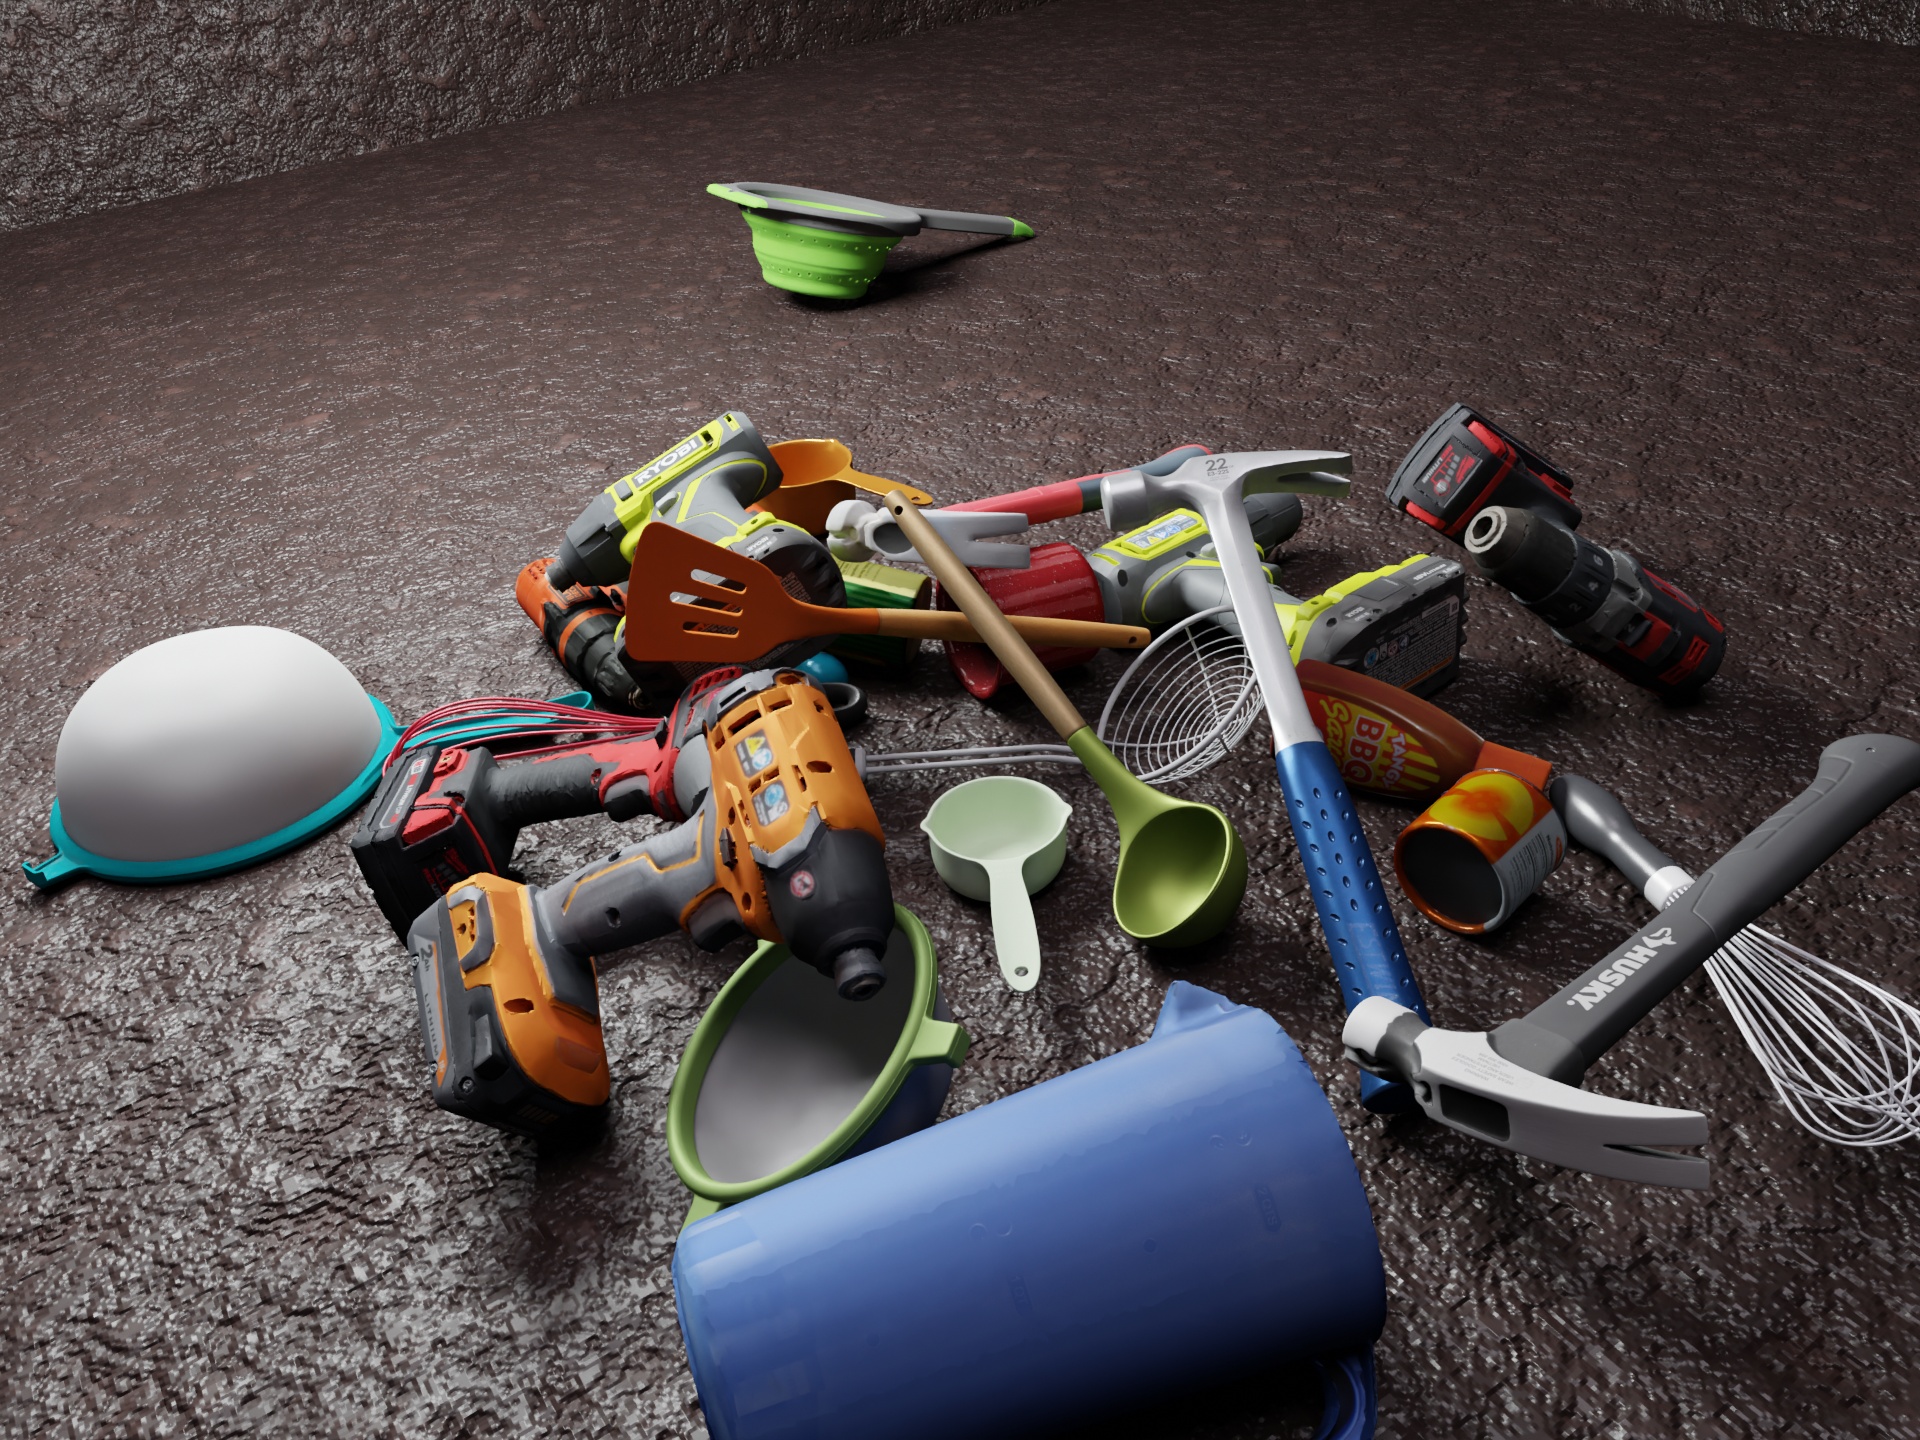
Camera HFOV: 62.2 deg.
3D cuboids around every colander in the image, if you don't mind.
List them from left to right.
[{"bbox_3d":[-0.084,-0.508,1.717,0.397,0.094,0.205,-8,29,-38],"label":"colander"}]

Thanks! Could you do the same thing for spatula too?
[{"bbox_3d":[-0.031,-0.060,0.929,0.322,0.081,0.041,2,21,-27],"label":"spatula"}]

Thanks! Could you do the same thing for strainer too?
[{"bbox_3d":[-0.408,-0.010,0.998,0.340,0.095,0.211,-10,34,-3],"label":"strainer"},{"bbox_3d":[-0.065,0.134,0.751,0.151,0.069,0.257,-39,29,9],"label":"strainer"}]

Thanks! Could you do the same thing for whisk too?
[{"bbox_3d":[-0.201,0.009,0.977,0.295,0.073,0.073,-9,33,-15],"label":"whisk"},{"bbox_3d":[0.360,0.101,0.759,0.070,0.070,0.285,-10,29,-7],"label":"whisk"}]

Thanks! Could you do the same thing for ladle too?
[{"bbox_3d":[0.043,-0.013,0.859,0.320,0.078,0.062,53,18,22],"label":"ladle"}]

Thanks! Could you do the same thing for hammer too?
[{"bbox_3d":[0.087,-0.151,1.084,0.143,0.038,0.386,8,18,36],"label":"hammer"},{"bbox_3d":[0.179,0.006,0.823,0.144,0.035,0.406,-11,53,2],"label":"hammer"},{"bbox_3d":[0.333,0.087,0.699,0.335,0.035,0.146,-27,27,-29],"label":"hammer"}]

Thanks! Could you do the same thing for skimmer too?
[{"bbox_3d":[-0.001,-0.003,0.931,0.363,0.090,0.127,-5,34,1],"label":"skimmer"}]

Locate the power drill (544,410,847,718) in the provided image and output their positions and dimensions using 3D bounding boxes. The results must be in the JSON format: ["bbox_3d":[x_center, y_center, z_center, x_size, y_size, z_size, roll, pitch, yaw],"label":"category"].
[{"bbox_3d":[-0.173,-0.098,1.004,0.171,0.080,0.223,-34,38,-3],"label":"power drill"}]

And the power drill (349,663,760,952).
[{"bbox_3d":[-0.201,0.045,0.855,0.219,0.078,0.143,-17,27,3],"label":"power drill"}]

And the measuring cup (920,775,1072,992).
[{"bbox_3d":[0.025,0.093,0.834,0.083,0.038,0.168,-7,36,-1],"label":"measuring cup"}]

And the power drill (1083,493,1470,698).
[{"bbox_3d":[0.213,-0.087,1.040,0.190,0.080,0.229,-27,37,-29],"label":"power drill"}]

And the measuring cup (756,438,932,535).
[{"bbox_3d":[-0.091,-0.168,1.227,0.174,0.052,0.095,20,41,30],"label":"measuring cup"}]

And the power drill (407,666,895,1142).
[{"bbox_3d":[-0.133,0.097,0.717,0.226,0.084,0.164,-34,52,11],"label":"power drill"}]

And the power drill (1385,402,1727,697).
[{"bbox_3d":[0.352,-0.114,0.990,0.187,0.080,0.227,25,24,-25],"label":"power drill"}]

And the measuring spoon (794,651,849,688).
[{"bbox_3d":[-0.133,-0.043,1.032,0.128,0.021,0.042,15,33,-9],"label":"measuring spoon"}]
